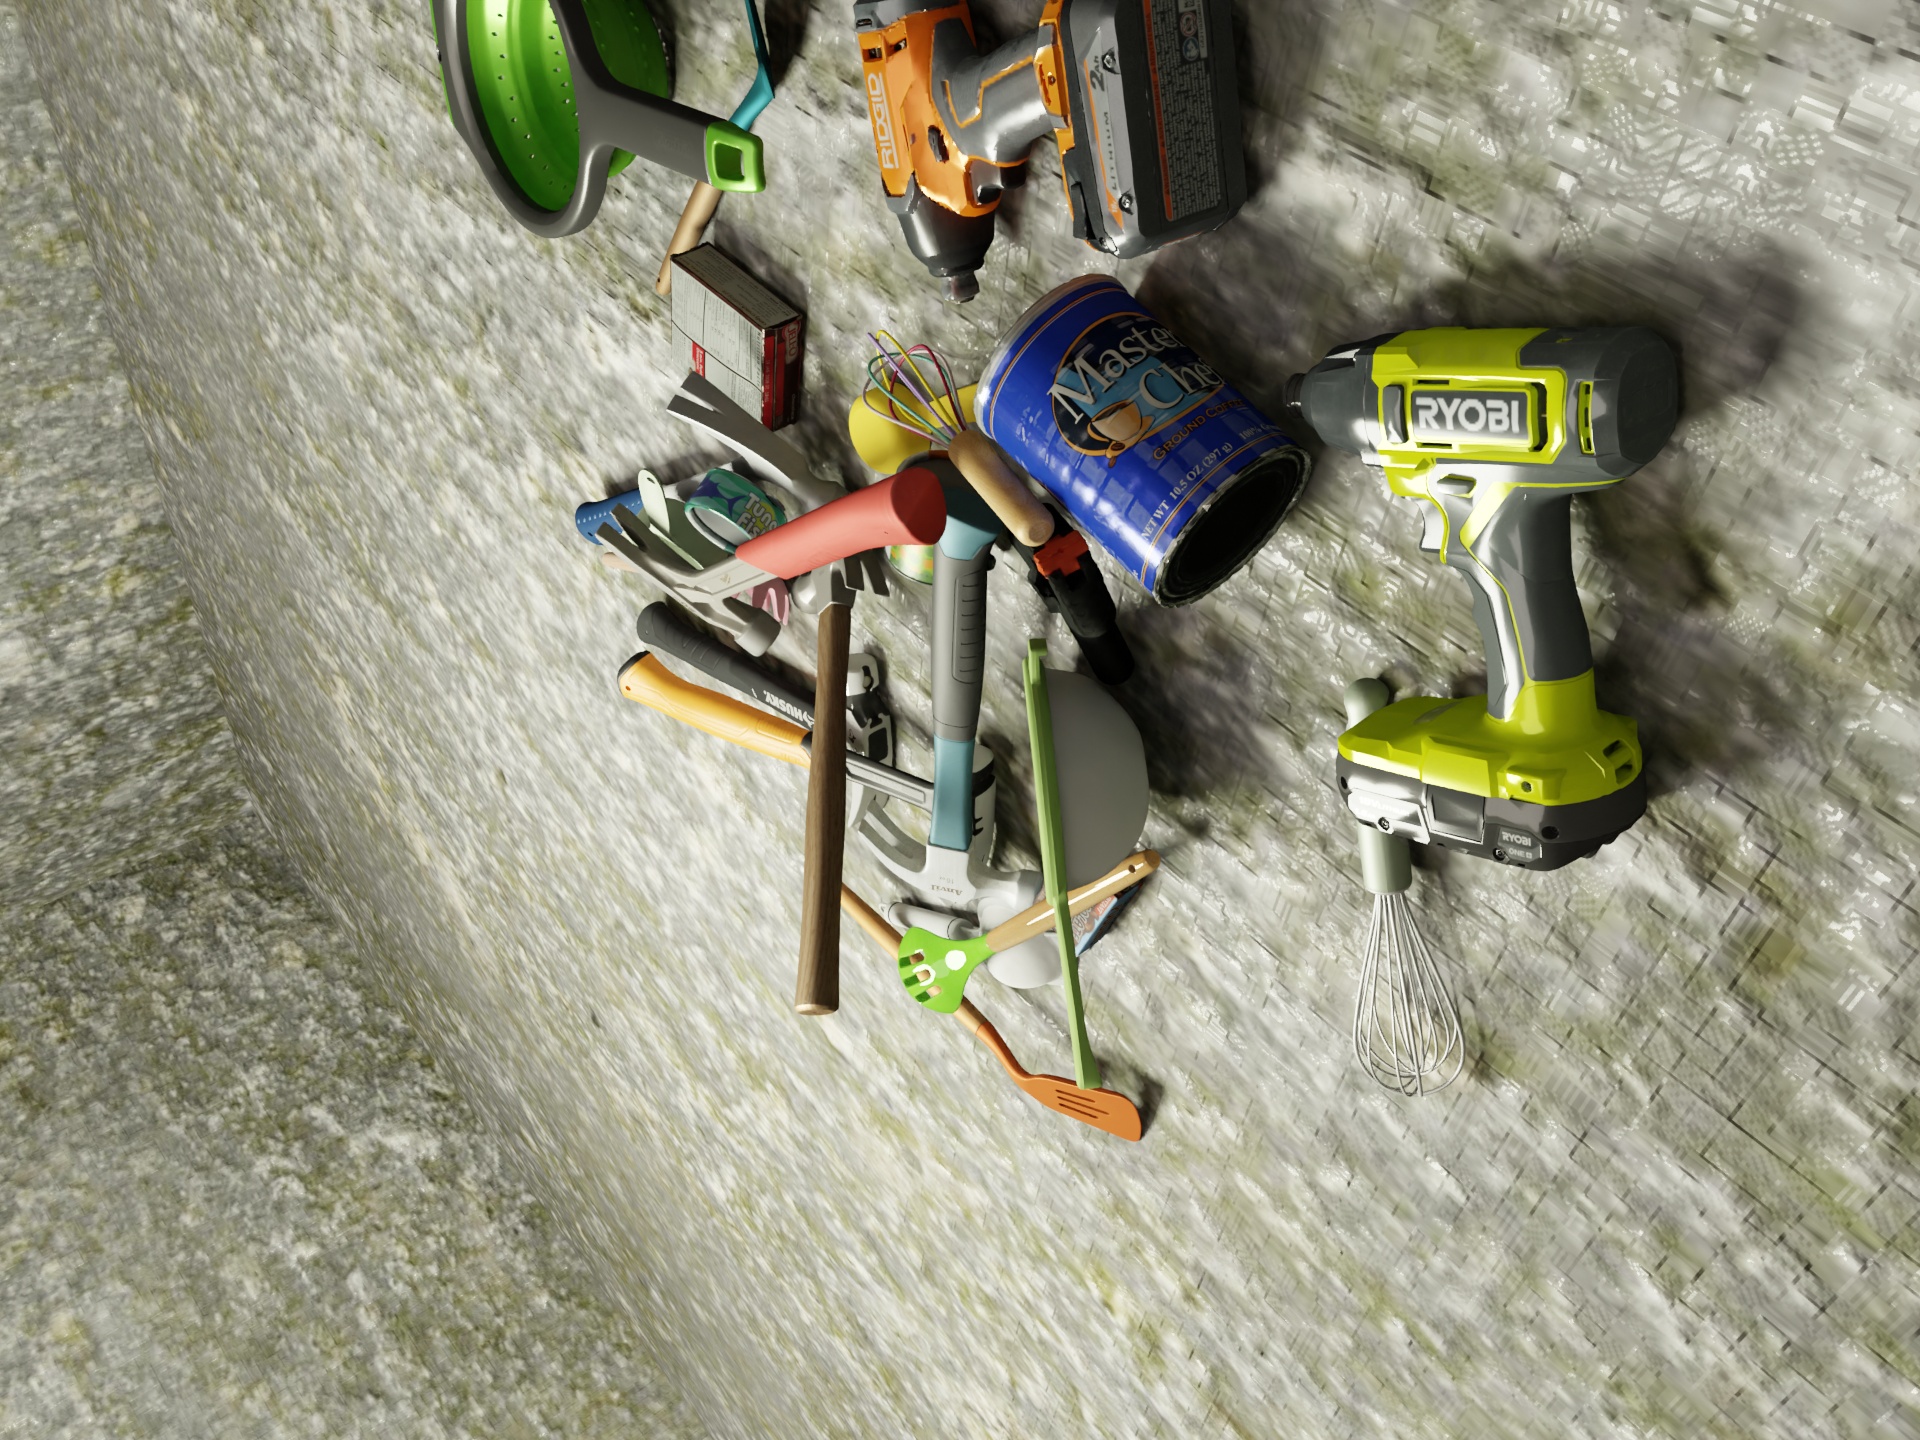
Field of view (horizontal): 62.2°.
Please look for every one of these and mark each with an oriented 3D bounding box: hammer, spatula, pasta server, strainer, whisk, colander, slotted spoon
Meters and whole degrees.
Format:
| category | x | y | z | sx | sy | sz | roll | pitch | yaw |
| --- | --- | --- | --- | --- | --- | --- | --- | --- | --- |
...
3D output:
| category | x | y | z | sx | sy | sz | roll | pitch | yaw |
| --- | --- | --- | --- | --- | --- | --- | --- | --- | --- |
| hammer | -0.225 | -0.180 | 1.238 | 0.144 | 0.035 | 0.405 | 39 | 161 | -25 |
| spatula | -0.166 | -0.371 | 1.041 | 0.317 | 0.044 | 0.082 | -39 | 61 | 59 |
| pasta server | -0.231 | -0.119 | 1.325 | 0.316 | 0.060 | 0.040 | 13 | 84 | 53 |
| hammer | -0.169 | -0.029 | 1.309 | 0.335 | 0.035 | 0.146 | 26 | 133 | 43 |
| hammer | -0.123 | 0.024 | 1.198 | 0.337 | 0.034 | 0.127 | 21 | 129 | 25 |
| strainer | 0.083 | 0.083 | 0.934 | 0.151 | 0.069 | 0.256 | 77 | -174 | -73 |
| whisk | 0.228 | 0.093 | 0.839 | 0.059 | 0.058 | 0.246 | -5 | 110 | 19 |
| colander | -0.211 | -0.403 | 1.022 | 0.397 | 0.094 | 0.204 | 34 | 136 | 40 |
| hammer | -0.002 | -0.003 | 1.021 | 0.128 | 0.033 | 0.330 | 10 | 132 | 9 |
| hammer | -0.117 | -0.114 | 1.014 | 0.149 | 0.037 | 0.359 | 39 | 159 | -21 |
| whisk | -0.003 | -0.159 | 0.888 | 0.245 | 0.051 | 0.047 | 56 | 134 | 49 |
| hammer | -0.089 | 0.032 | 1.081 | 0.130 | 0.031 | 0.331 | 146 | 129 | -61 |
| strainer | 0.004 | 0.164 | 1.207 | 0.258 | 0.050 | 0.086 | 4 | 131 | 57 |
| spatula | 0.008 | 0.214 | 1.216 | 0.323 | 0.041 | 0.080 | 39 | 159 | 31 |
| slotted spoon | 0.036 | 0.141 | 1.082 | 0.313 | 0.031 | 0.070 | -36 | 79 | 51 |

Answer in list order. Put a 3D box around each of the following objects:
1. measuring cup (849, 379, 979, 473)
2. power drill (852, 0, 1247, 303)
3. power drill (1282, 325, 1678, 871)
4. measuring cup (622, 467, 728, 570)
| category | x | y | z | sx | sy | sz | roll | pitch | yaw |
| --- | --- | --- | --- | --- | --- | --- | --- | --- | --- |
| measuring cup | -0.020 | -0.187 | 0.984 | 0.156 | 0.029 | 0.062 | 0 | 113 | 56 |
| power drill | 0.035 | -0.285 | 0.791 | 0.227 | 0.084 | 0.164 | 25 | 133 | 50 |
| power drill | 0.222 | -0.060 | 0.701 | 0.171 | 0.080 | 0.223 | 15 | 121 | 49 |
| measuring cup | -0.209 | -0.153 | 1.164 | 0.083 | 0.038 | 0.167 | 29 | 161 | 7 |
